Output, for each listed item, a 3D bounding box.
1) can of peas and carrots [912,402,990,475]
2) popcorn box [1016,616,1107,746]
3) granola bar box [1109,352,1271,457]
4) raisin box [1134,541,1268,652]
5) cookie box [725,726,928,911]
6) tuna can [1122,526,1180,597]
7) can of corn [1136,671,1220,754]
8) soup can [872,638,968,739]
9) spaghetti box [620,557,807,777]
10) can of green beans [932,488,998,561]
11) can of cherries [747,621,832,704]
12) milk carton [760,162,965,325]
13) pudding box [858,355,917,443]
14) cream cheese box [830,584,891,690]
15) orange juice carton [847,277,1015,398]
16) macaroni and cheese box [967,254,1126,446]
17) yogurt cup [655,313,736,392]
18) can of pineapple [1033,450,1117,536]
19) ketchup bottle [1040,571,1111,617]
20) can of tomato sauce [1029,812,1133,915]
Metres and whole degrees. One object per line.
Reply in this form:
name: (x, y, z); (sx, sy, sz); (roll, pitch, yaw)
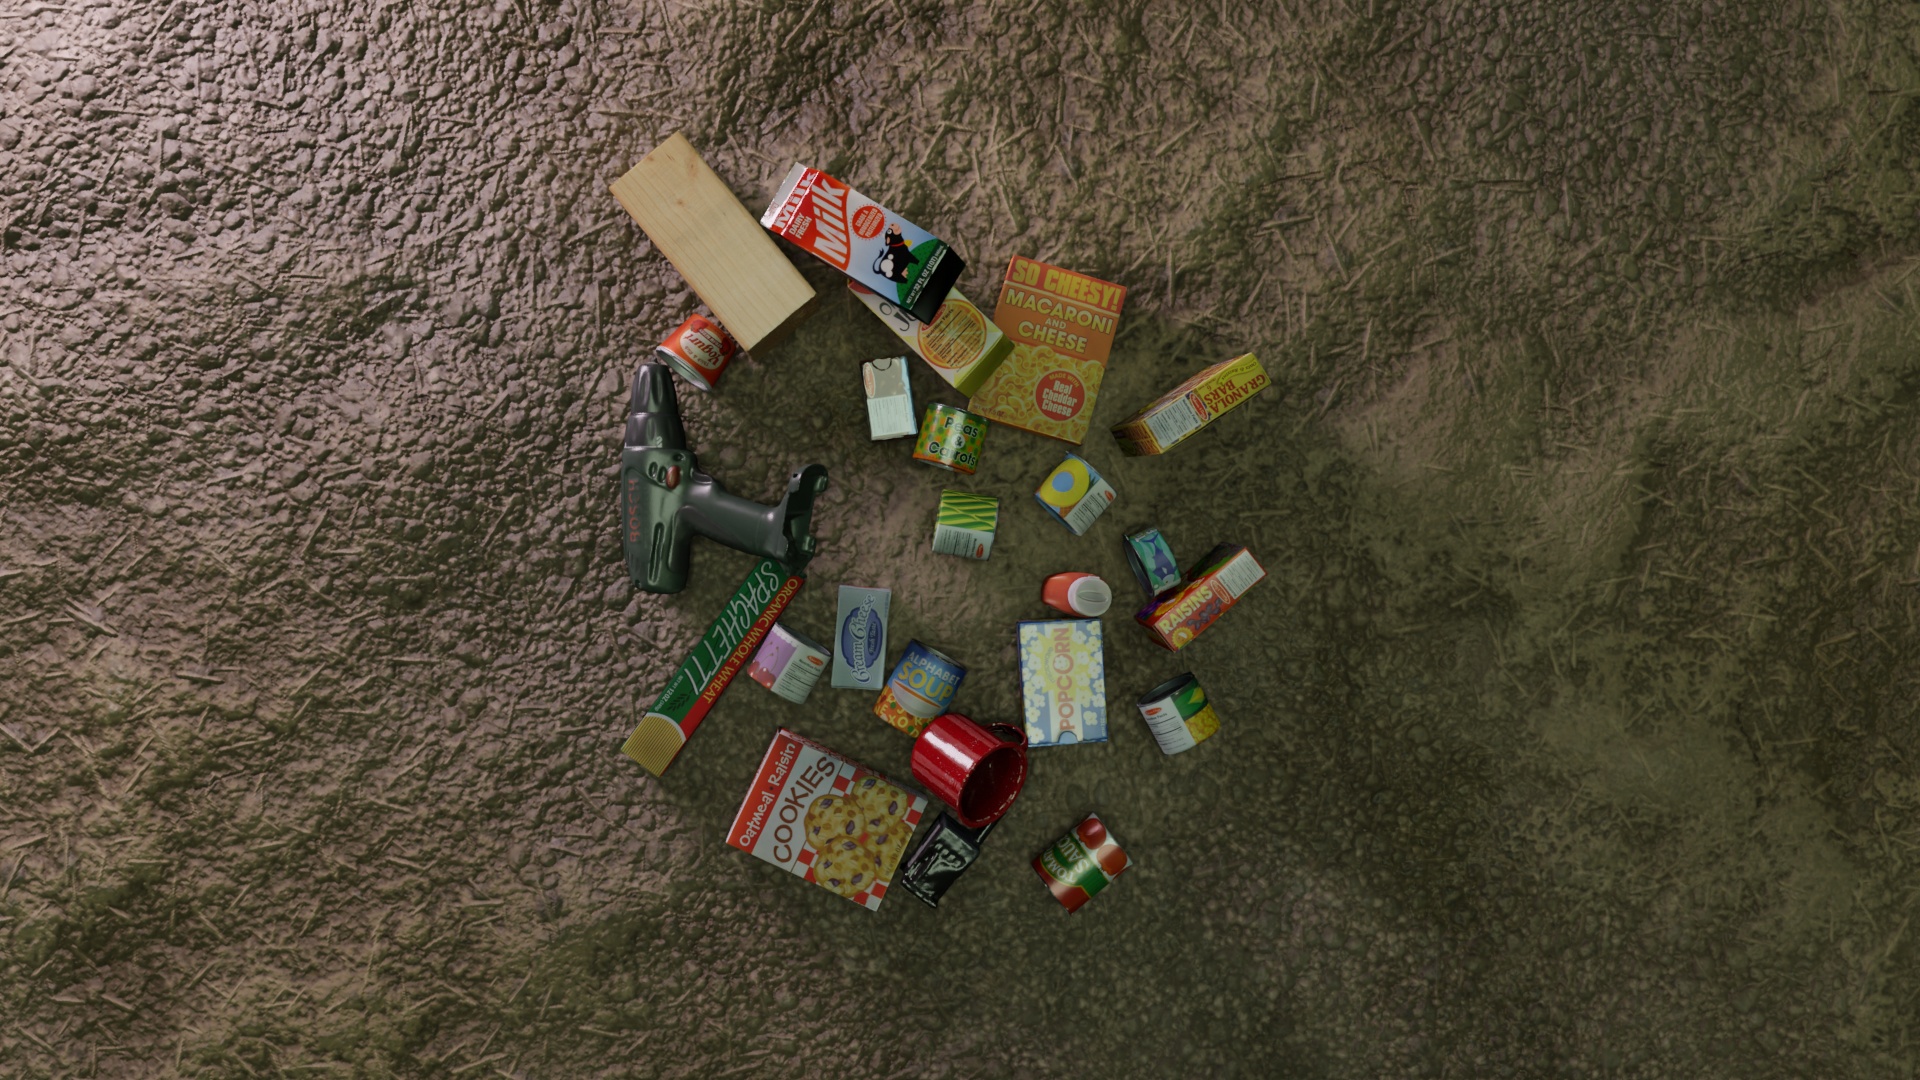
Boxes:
can of peas and carrots: (-0.009, -0.102, 1.396); (0.071, 0.071, 0.058); (16, 89, -3)
popcorn box: (0.103, 0.143, 1.418); (0.085, 0.038, 0.126); (-3, 90, -4)
granola bar box: (0.222, -0.130, 1.364); (0.124, 0.165, 0.039); (-32, 94, -3)
raisin box: (0.241, 0.057, 1.403); (0.123, 0.086, 0.040); (-39, 97, -3)
cookie box: (-0.135, 0.280, 1.402); (0.167, 0.040, 0.123); (26, 88, -4)
tuna can: (0.194, 0.019, 1.410); (0.033, 0.071, 0.071); (-25, 91, -4)
can of corn: (0.224, 0.175, 1.412); (0.071, 0.071, 0.058); (-29, 92, -3)
soup can: (-0.040, 0.150, 1.392); (0.071, 0.071, 0.084); (29, 88, -3)
spaghetti box: (-0.248, 0.123, 1.401); (0.050, 0.028, 0.250); (36, 88, -2)
can of green beans: (0.005, -0.016, 1.399); (0.058, 0.071, 0.071); (9, 89, -3)
can of cherries: (-0.172, 0.122, 1.389); (0.071, 0.071, 0.058); (31, 89, -3)
milk carton: (-0.098, -0.285, 1.315); (0.191, 0.073, 0.072); (33, 94, 13)
pudding box: (-0.073, -0.144, 1.413); (0.050, 0.030, 0.083); (-9, 90, -2)
cream cheese box: (-0.101, 0.099, 1.412); (0.053, 0.024, 0.103); (5, 89, -3)
orange juice carton: (-0.042, -0.234, 1.375); (0.193, 0.072, 0.073); (44, 96, 11)
macaroni and cheese box: (0.087, -0.193, 1.418); (0.124, 0.040, 0.166); (16, 89, -3)
yogurt cup: (-0.261, -0.189, 1.386); (0.072, 0.072, 0.054); (37, 80, -3)
can of pineapple: (0.115, -0.047, 1.407); (0.071, 0.071, 0.058); (42, 88, -2)
ketchup bottle: (0.118, 0.053, 1.364); (0.065, 0.149, 0.043); (8, 88, -3)
can of tomato sauce: (0.122, 0.325, 1.402); (0.083, 0.071, 0.071); (-38, 92, -3)
